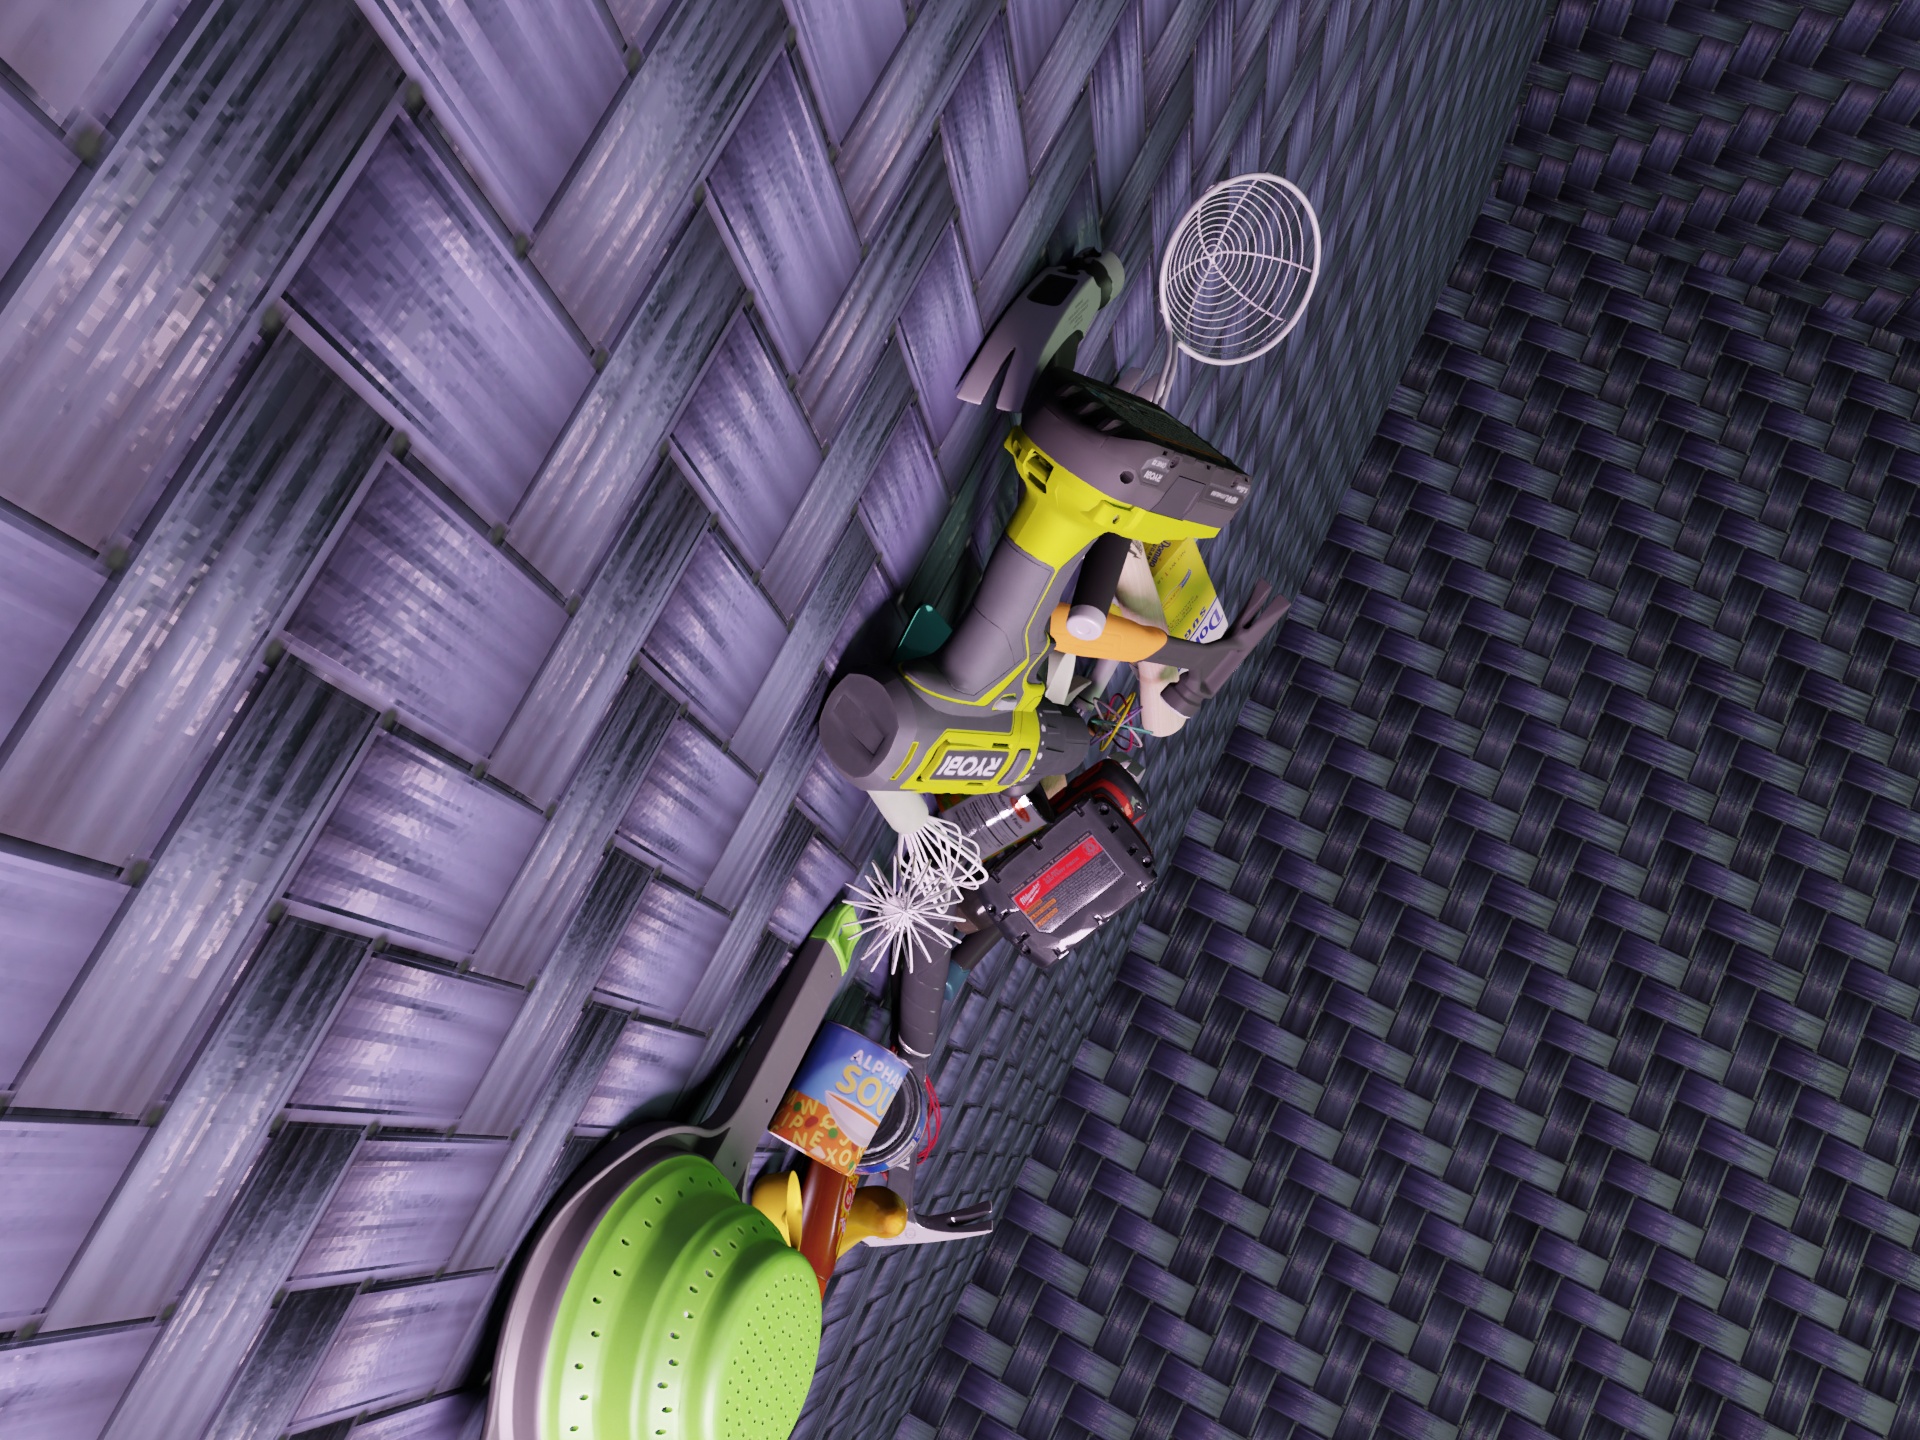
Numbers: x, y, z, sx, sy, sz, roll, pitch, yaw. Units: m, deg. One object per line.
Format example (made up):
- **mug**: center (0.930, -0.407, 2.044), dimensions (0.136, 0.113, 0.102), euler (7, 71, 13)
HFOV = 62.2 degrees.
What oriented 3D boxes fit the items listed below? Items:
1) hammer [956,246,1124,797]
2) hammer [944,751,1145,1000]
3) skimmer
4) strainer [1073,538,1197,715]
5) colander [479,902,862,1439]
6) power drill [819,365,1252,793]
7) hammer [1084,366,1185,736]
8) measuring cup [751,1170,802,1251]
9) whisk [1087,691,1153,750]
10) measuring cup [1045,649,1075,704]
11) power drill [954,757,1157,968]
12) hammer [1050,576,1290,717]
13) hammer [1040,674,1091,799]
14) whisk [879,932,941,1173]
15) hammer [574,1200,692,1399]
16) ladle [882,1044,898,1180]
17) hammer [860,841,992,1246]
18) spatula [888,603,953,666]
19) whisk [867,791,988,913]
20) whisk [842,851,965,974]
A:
- **hammer**: center (0.040, -0.089, 0.918), dimensions (0.146, 0.035, 0.334), euler (-52, 153, -46)
- **hammer**: center (0.072, 0.139, 1.437), dimensions (0.331, 0.033, 0.128), euler (-44, 164, -39)
- **skimmer**: center (0.149, -0.200, 1.005), dimensions (0.127, 0.090, 0.363), euler (50, 47, -38)
- **strainer**: center (0.160, -0.108, 1.421), dimensions (0.258, 0.050, 0.087), euler (-62, 162, 9)
- **colander**: center (-0.105, 0.256, 0.845), dimensions (0.397, 0.094, 0.204), euler (-63, 148, -41)
- **power drill**: center (0.048, -0.056, 0.833), dimensions (0.190, 0.080, 0.228), euler (4, 125, -51)
- **hammer**: center (0.142, -0.100, 1.230), dimensions (0.146, 0.038, 0.410), euler (-61, 156, -15)
- **measuring cup**: center (-0.126, 0.389, 1.088), dimensions (0.062, 0.029, 0.156), euler (68, 20, -78)
- **whisk**: center (0.128, 0.001, 1.343), dimensions (0.245, 0.051, 0.047), euler (29, 62, -89)
- **measuring cup**: center (0.040, -0.017, 1.119), dimensions (0.167, 0.038, 0.083), euler (-23, 131, -70)
- **power drill**: center (0.062, 0.114, 1.207), dimensions (0.188, 0.080, 0.227), euler (-39, -177, 7)
- **hammer**: center (0.128, -0.062, 1.141), dimensions (0.127, 0.034, 0.336), euler (-51, 154, 20)
- **hammer**: center (0.077, 0.046, 1.392), dimensions (0.130, 0.031, 0.331), euler (-62, 166, -11)
- **whisk**: center (-0.045, 0.263, 1.256), dimensions (0.073, 0.073, 0.295), euler (-51, 155, -45)
- **hammer**: center (-0.172, 0.399, 1.052), dimensions (0.144, 0.035, 0.405), euler (-61, 166, -20)
- **ladle**: center (-0.052, 0.312, 1.375), dimensions (0.315, 0.031, 0.069), euler (95, 21, -50)
- **hammer**: center (-0.031, 0.259, 1.201), dimensions (0.036, 0.149, 0.408), euler (-93, -172, -56)
- **spatula**: center (-0.002, -0.003, 1.033), dimensions (0.317, 0.044, 0.082), euler (45, 69, -80)
- **whisk**: center (-0.030, 0.059, 0.956), dimensions (0.246, 0.059, 0.058), euler (63, 36, -62)
- **whisk**: center (-0.039, 0.116, 0.959), dimensions (0.070, 0.070, 0.284), euler (-63, 180, -8)
